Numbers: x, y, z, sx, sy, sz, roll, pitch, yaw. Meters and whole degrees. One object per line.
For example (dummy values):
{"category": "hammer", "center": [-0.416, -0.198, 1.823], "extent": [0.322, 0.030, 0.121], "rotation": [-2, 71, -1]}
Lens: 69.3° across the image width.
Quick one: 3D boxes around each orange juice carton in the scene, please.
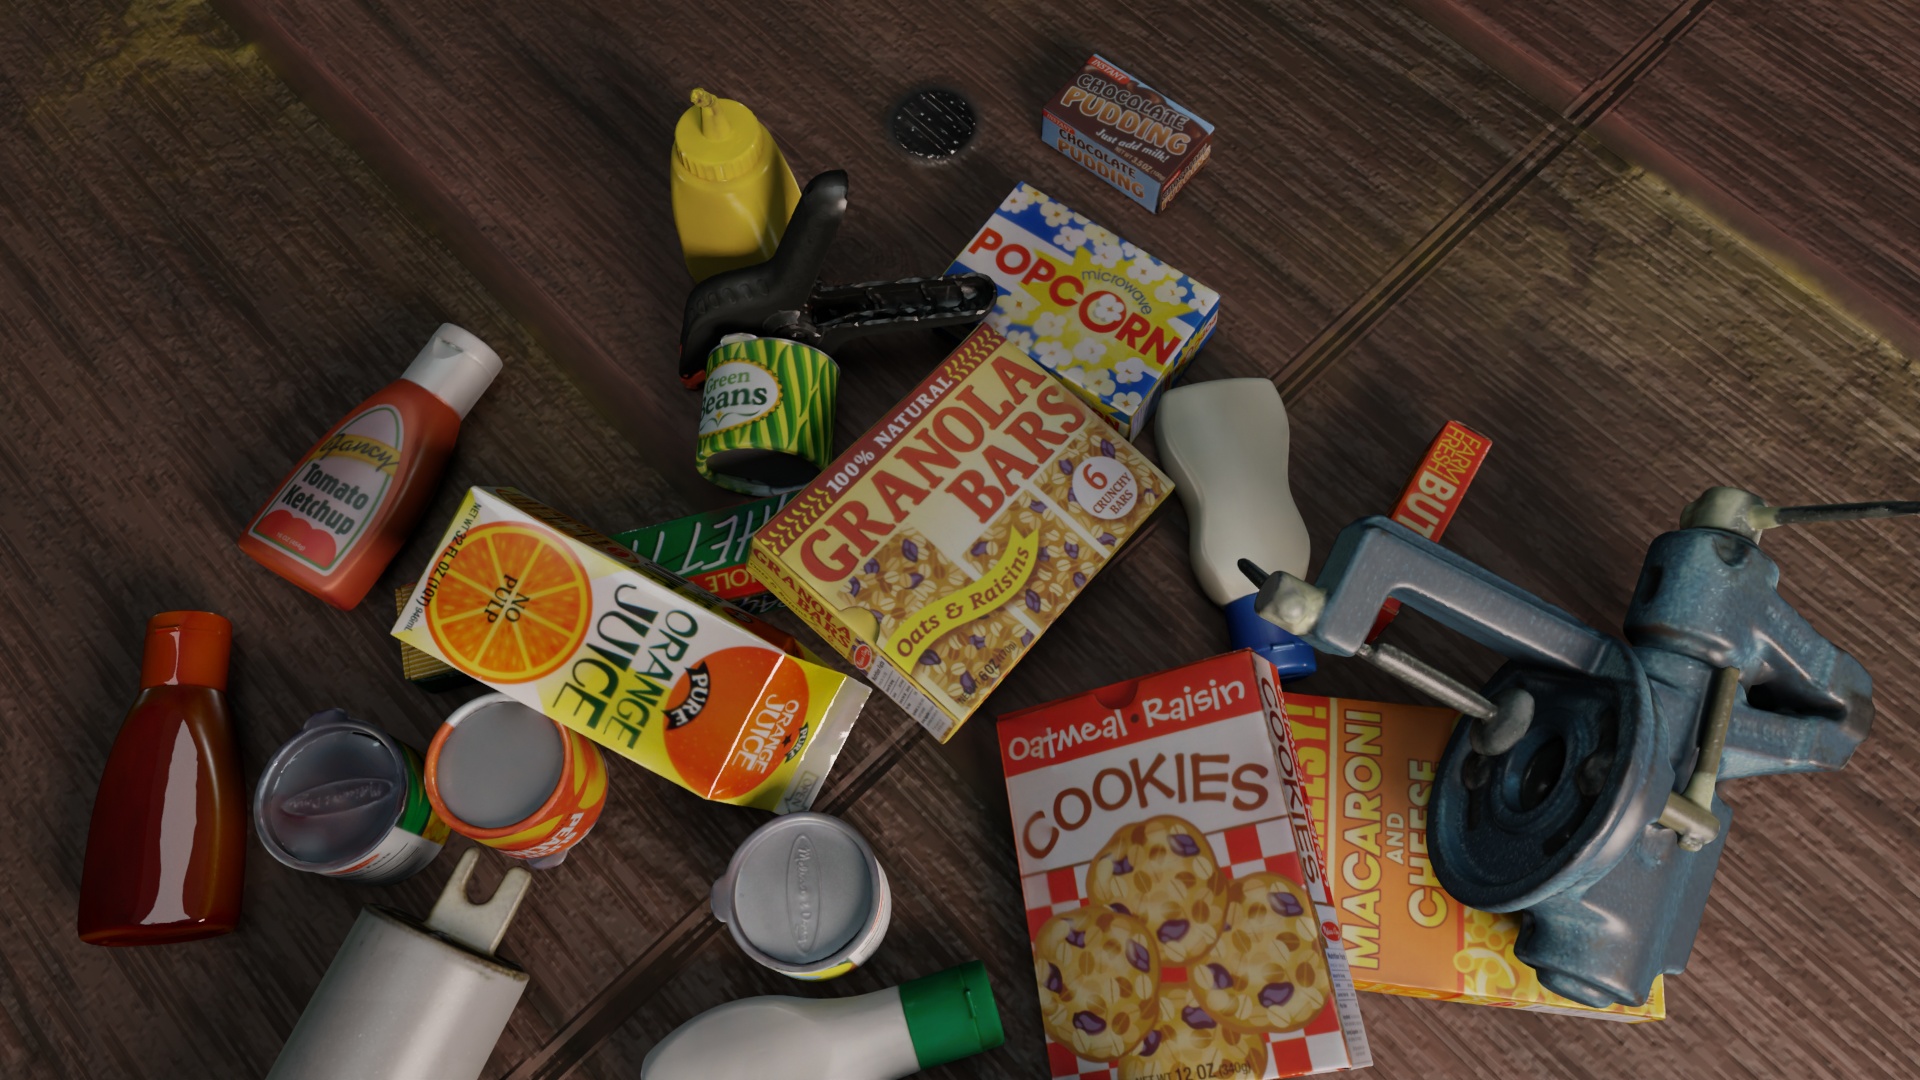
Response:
{"category": "orange juice carton", "center": [-0.139, 0.051, 0.615], "extent": [0.193, 0.073, 0.072], "rotation": [29, 90, -4]}

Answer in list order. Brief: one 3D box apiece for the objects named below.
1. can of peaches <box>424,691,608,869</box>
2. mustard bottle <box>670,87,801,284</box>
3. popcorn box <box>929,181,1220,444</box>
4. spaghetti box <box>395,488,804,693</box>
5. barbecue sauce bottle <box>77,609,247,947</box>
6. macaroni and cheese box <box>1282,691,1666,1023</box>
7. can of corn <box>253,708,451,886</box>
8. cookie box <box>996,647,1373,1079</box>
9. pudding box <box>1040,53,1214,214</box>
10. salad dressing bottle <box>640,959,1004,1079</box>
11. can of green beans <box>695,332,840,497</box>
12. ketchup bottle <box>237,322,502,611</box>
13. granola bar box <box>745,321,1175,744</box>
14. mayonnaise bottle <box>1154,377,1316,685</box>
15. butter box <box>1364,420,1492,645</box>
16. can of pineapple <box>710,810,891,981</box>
{"category": "can of peaches", "center": [-0.198, 0.108, 0.624], "extent": [0.071, 0.058, 0.071], "rotation": [-1, 68, 2]}
{"category": "mustard bottle", "center": [-0.109, -0.168, 0.677], "extent": [0.065, 0.159, 0.049], "rotation": [16, 69, 7]}
{"category": "popcorn box", "center": [0.058, -0.118, 0.716], "extent": [0.127, 0.038, 0.085], "rotation": [33, 73, 14]}
{"category": "spaghetti box", "center": [-0.143, 0.019, 0.673], "extent": [0.250, 0.028, 0.050], "rotation": [-14, 68, -3]}
{"category": "barbecue sauce bottle", "center": [-0.361, 0.107, 0.638], "extent": [0.065, 0.043, 0.149], "rotation": [-7, 68, -1]}
{"category": "macaroni and cheese box", "center": [0.212, 0.136, 0.608], "extent": [0.166, 0.040, 0.124], "rotation": [6, 68, 4]}
{"category": "can of corn", "center": [-0.270, 0.116, 0.623], "extent": [0.071, 0.058, 0.071], "rotation": [-1, 68, 2]}
{"category": "cookie box", "center": [0.088, 0.141, 0.583], "extent": [0.123, 0.040, 0.168], "rotation": [-19, 65, 23]}
{"category": "pudding box", "center": [0.091, -0.223, 0.762], "extent": [0.084, 0.030, 0.050], "rotation": [38, 73, 15]}
{"category": "salad dressing bottle", "center": [-0.056, 0.216, 0.585], "extent": [0.148, 0.043, 0.064], "rotation": [-16, 67, -5]}
{"category": "can of green beans", "center": [-0.095, -0.059, 0.683], "extent": [0.071, 0.071, 0.058], "rotation": [2, 69, 3]}
{"category": "ketchup bottle", "center": [-0.288, -0.041, 0.695], "extent": [0.065, 0.043, 0.149], "rotation": [27, 71, 12]}
{"category": "granola bar box", "center": [0.002, -0.008, 0.648], "extent": [0.124, 0.039, 0.166], "rotation": [41, 64, 6]}
{"category": "mayonnaise bottle", "center": [0.136, -0.005, 0.668], "extent": [0.065, 0.041, 0.148], "rotation": [-7, 69, -4]}
{"category": "butter box", "center": [0.212, -0.004, 0.657], "extent": [0.024, 0.053, 0.104], "rotation": [31, 73, 11]}
{"category": "can of pineapple", "center": [-0.066, 0.155, 0.601], "extent": [0.071, 0.057, 0.071], "rotation": [-1, 68, 2]}
